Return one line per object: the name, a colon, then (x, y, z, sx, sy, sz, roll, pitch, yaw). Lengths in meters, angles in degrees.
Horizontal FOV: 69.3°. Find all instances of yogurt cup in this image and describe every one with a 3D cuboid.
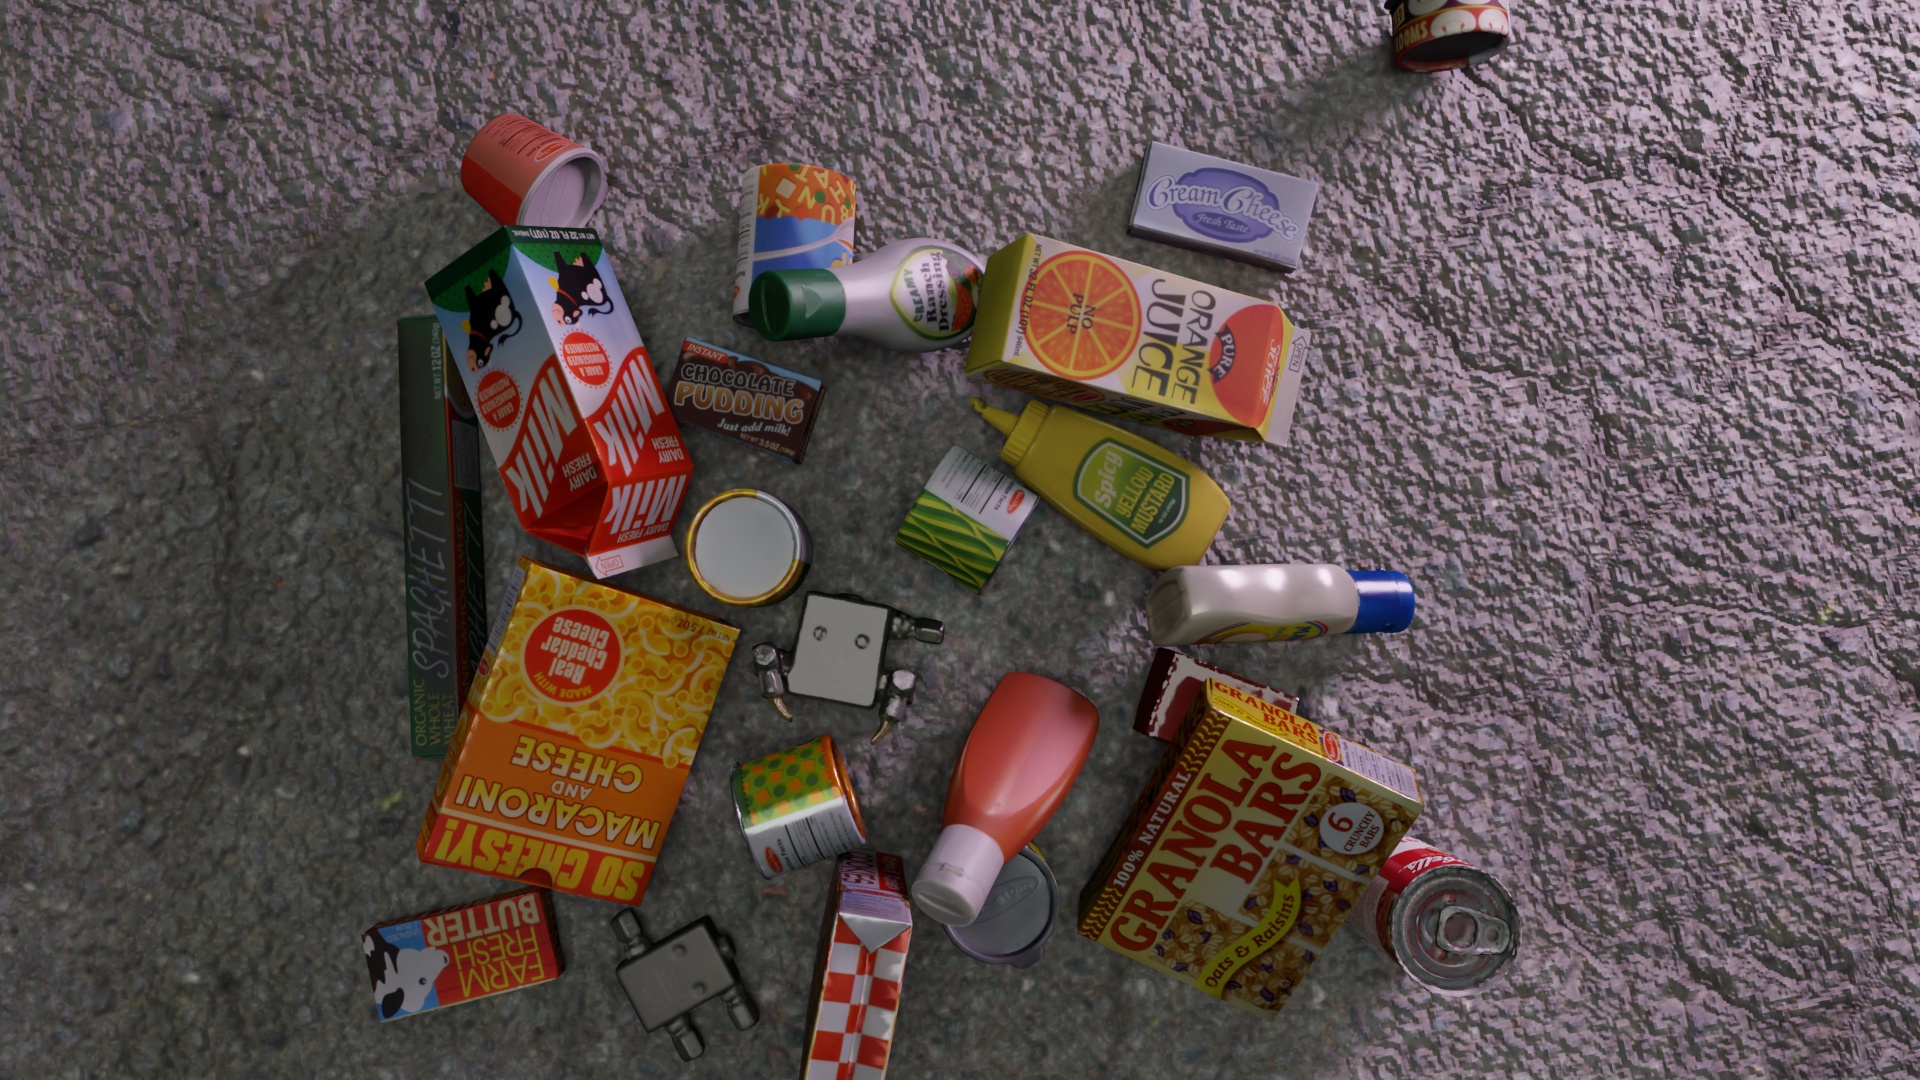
yogurt cup: (-0.246, -0.206, 0.793, 0.054, 0.072, 0.072, 35, 87, 9)

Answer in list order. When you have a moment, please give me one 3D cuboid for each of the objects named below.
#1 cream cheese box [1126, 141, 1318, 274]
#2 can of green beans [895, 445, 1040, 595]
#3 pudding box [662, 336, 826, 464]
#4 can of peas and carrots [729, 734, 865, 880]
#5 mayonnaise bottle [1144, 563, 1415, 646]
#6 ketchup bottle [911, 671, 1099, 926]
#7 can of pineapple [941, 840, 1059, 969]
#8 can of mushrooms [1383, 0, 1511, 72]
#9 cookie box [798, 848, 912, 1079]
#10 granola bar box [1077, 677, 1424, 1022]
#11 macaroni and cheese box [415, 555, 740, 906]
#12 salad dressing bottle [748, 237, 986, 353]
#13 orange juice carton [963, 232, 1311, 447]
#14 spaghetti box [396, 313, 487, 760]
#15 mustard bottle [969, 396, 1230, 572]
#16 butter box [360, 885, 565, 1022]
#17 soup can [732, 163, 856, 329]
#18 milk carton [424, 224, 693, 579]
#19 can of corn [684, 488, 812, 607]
cream cheese box: (0.154, -0.196, 0.820, 0.104, 0.024, 0.053, 14, 86, 0)
can of green beans: (0.004, -0.012, 0.786, 0.058, 0.071, 0.071, 32, 87, 1)
pudding box: (-0.125, -0.081, 0.805, 0.084, 0.030, 0.049, 19, 86, 0)
can of peas and carrots: (-0.091, 0.146, 0.777, 0.059, 0.071, 0.071, -19, 88, -2)
mayonnaise bottle: (0.183, 0.036, 0.784, 0.148, 0.064, 0.041, 0, 70, -16)
ketchup bottle: (0.021, 0.137, 0.747, 0.065, 0.043, 0.149, 21, 45, 14)
can of pineapple: (0.020, 0.199, 0.779, 0.071, 0.058, 0.071, 0, 87, -1)
can of mushrooms: (0.283, -0.299, 0.807, 0.071, 0.071, 0.033, -4, 89, -1)
cookie box: (-0.058, 0.237, 0.721, 0.040, 0.167, 0.123, 11, 87, -4)
granola bar box: (0.154, 0.170, 0.758, 0.124, 0.039, 0.164, 25, 115, -1)
macaroni and cheese box: (-0.209, 0.107, 0.764, 0.124, 0.040, 0.166, 21, 86, -26)
salad dressing bottle: (-0.047, -0.132, 0.759, 0.148, 0.044, 0.064, -14, 100, -44)
orange juice carton: (0.106, -0.107, 0.777, 0.193, 0.073, 0.072, 12, 87, -17)
spaghetti box: (-0.292, -0.001, 0.787, 0.029, 0.050, 0.250, -3, 87, 1)
mustard bottle: (0.074, -0.040, 0.797, 0.160, 0.049, 0.065, 29, 88, 0)
butter box: (-0.280, 0.233, 0.787, 0.103, 0.024, 0.053, -14, 88, -2)
soup can: (-0.091, -0.164, 0.793, 0.071, 0.071, 0.084, 3, 87, -1)
milk carton: (-0.214, -0.072, 0.769, 0.073, 0.072, 0.190, -24, 88, 30)
can of corn: (-0.121, 0.007, 0.786, 0.071, 0.058, 0.071, 0, 87, -1)
